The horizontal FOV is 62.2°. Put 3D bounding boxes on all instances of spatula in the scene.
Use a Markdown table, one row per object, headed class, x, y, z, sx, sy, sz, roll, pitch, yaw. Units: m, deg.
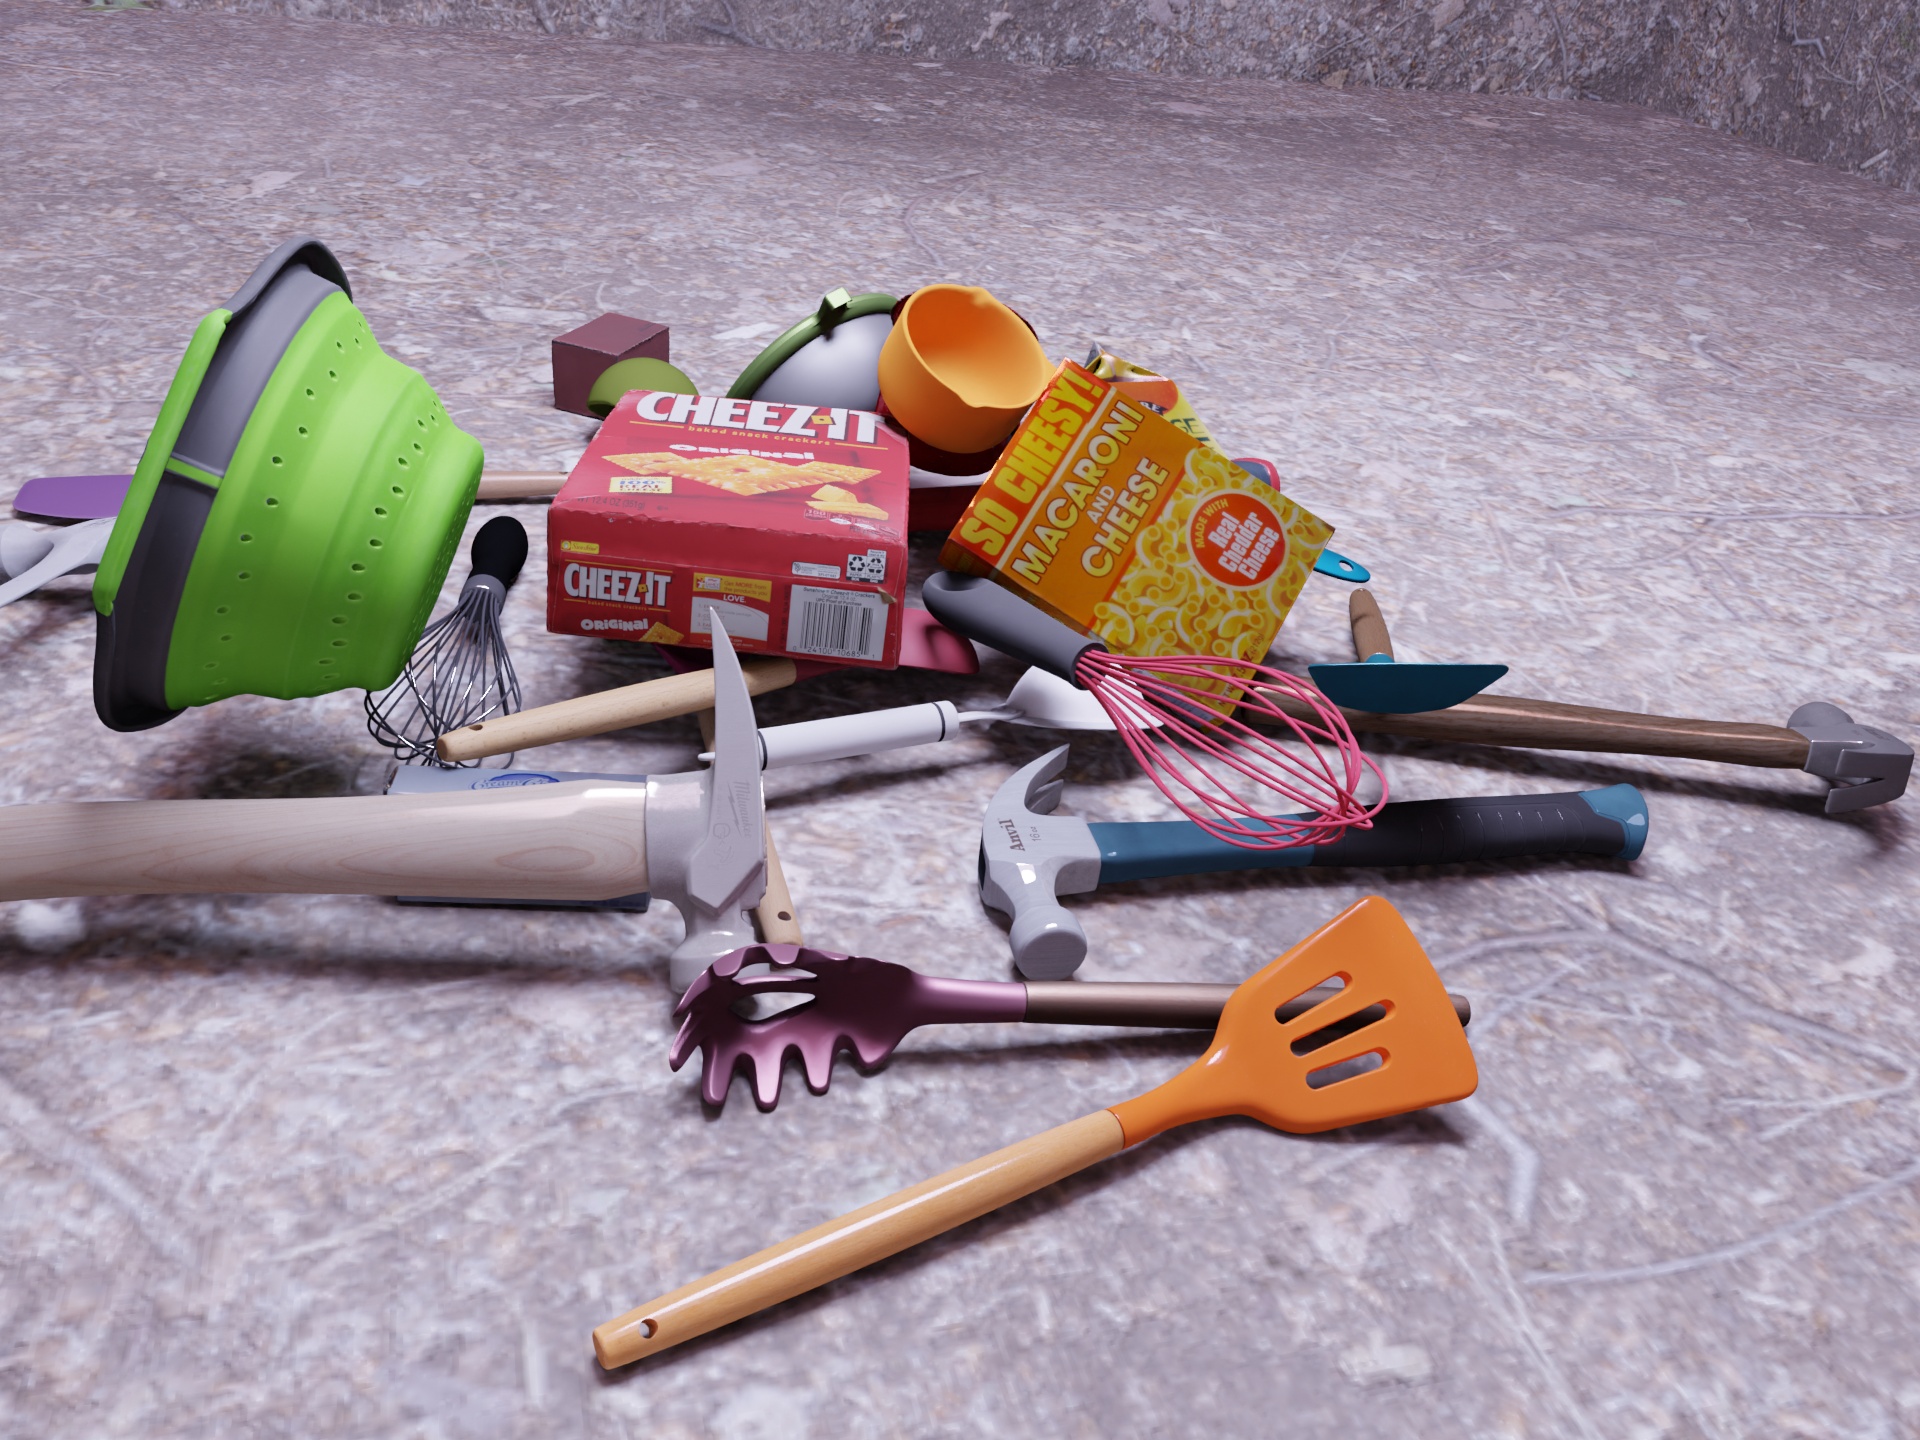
| class | x | y | z | sx | sy | sz | roll | pitch | yaw |
| --- | --- | --- | --- | --- | --- | --- | --- | --- | --- |
| spatula | -0.383 | -0.136 | 0.942 | 0.316 | 0.018 | 0.060 | -4 | 33 | -15 |
| spatula | 0.216 | -0.044 | 0.819 | 0.082 | 0.044 | 0.317 | 0 | 15 | 11 |
| spatula | 0.035 | 0.143 | 0.533 | 0.322 | 0.041 | 0.081 | -15 | 72 | -28 |

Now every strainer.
| class | x | y | z | sx | sy | sz | roll | pitch | yaw |
| --- | --- | --- | --- | --- | --- | --- | --- | --- | --- |
| strainer | -0.001 | -0.002 | 0.756 | 0.258 | 0.050 | 0.087 | -9 | 13 | -28 |
| strainer | -0.056 | -0.206 | 1.073 | 0.069 | 0.151 | 0.256 | 53 | 26 | 11 |

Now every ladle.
| class | x | y | z | sx | sy | sz | roll | pitch | yaw |
| --- | --- | --- | --- | --- | --- | --- | --- | --- | --- |
| ladle | -0.102 | -0.019 | 0.745 | 0.069 | 0.031 | 0.315 | 26 | 28 | 35 |
| ladle | -0.200 | -0.136 | 0.968 | 0.078 | 0.062 | 0.320 | 6 | 37 | -11 |

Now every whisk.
| class | x | y | z | sx | sy | sz | roll | pitch | yaw |
| --- | --- | --- | --- | --- | --- | --- | --- | --- | --- |
| whisk | -0.243 | -0.048 | 0.790 | 0.070 | 0.070 | 0.285 | 1 | 26 | -10 |
| whisk | 0.068 | -0.017 | 0.698 | 0.073 | 0.073 | 0.296 | -14 | 28 | -31 |

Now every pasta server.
| class | x | y | z | sx | sy | sz | roll | pitch | yaw |
| --- | --- | --- | --- | --- | --- | --- | --- | --- | --- |
| pasta server | 0.051 | 0.110 | 0.595 | 0.316 | 0.060 | 0.040 | 4 | 22 | -14 |

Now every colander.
| class | x | y | z | sx | sy | sz | roll | pitch | yaw |
| --- | --- | --- | --- | --- | --- | --- | --- | --- | --- |
| colander | -0.272 | -0.082 | 0.709 | 0.094 | 0.204 | 0.397 | 22 | -2 | -15 |

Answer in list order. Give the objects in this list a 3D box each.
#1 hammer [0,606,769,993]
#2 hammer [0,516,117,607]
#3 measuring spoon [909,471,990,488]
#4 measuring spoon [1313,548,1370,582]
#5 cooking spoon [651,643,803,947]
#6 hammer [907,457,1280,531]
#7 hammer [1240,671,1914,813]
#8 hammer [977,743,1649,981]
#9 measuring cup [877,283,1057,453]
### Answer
| class | x | y | z | sx | sy | sz | roll | pitch | yaw |
| --- | --- | --- | --- | --- | --- | --- | --- | --- | --- |
| hammer | -0.279 | 0.038 | 0.587 | 0.410 | 0.146 | 0.038 | -2 | -8 | -6 |
| hammer | -0.440 | -0.018 | 0.634 | 0.144 | 0.035 | 0.406 | -7 | 22 | 6 |
| measuring spoon | 0.002 | -0.169 | 1.074 | 0.124 | 0.018 | 0.034 | -11 | 35 | -25 |
| measuring spoon | 0.166 | -0.108 | 0.864 | 0.128 | 0.021 | 0.042 | 23 | 46 | 5 |
| cooking spoon | -0.114 | 0.008 | 0.753 | 0.068 | 0.017 | 0.319 | 10 | 27 | -25 |
| hammer | 0.037 | -0.129 | 0.995 | 0.386 | 0.038 | 0.143 | -6 | 34 | -21 |
| hammer | 0.311 | 0.004 | 0.815 | 0.331 | 0.031 | 0.130 | 6 | 14 | 4 |
| hammer | 0.167 | 0.054 | 0.720 | 0.331 | 0.033 | 0.128 | -2 | 33 | -15 |
| measuring cup | 0.035 | -0.176 | 0.889 | 0.173 | 0.052 | 0.095 | 20 | 51 | -21 |
